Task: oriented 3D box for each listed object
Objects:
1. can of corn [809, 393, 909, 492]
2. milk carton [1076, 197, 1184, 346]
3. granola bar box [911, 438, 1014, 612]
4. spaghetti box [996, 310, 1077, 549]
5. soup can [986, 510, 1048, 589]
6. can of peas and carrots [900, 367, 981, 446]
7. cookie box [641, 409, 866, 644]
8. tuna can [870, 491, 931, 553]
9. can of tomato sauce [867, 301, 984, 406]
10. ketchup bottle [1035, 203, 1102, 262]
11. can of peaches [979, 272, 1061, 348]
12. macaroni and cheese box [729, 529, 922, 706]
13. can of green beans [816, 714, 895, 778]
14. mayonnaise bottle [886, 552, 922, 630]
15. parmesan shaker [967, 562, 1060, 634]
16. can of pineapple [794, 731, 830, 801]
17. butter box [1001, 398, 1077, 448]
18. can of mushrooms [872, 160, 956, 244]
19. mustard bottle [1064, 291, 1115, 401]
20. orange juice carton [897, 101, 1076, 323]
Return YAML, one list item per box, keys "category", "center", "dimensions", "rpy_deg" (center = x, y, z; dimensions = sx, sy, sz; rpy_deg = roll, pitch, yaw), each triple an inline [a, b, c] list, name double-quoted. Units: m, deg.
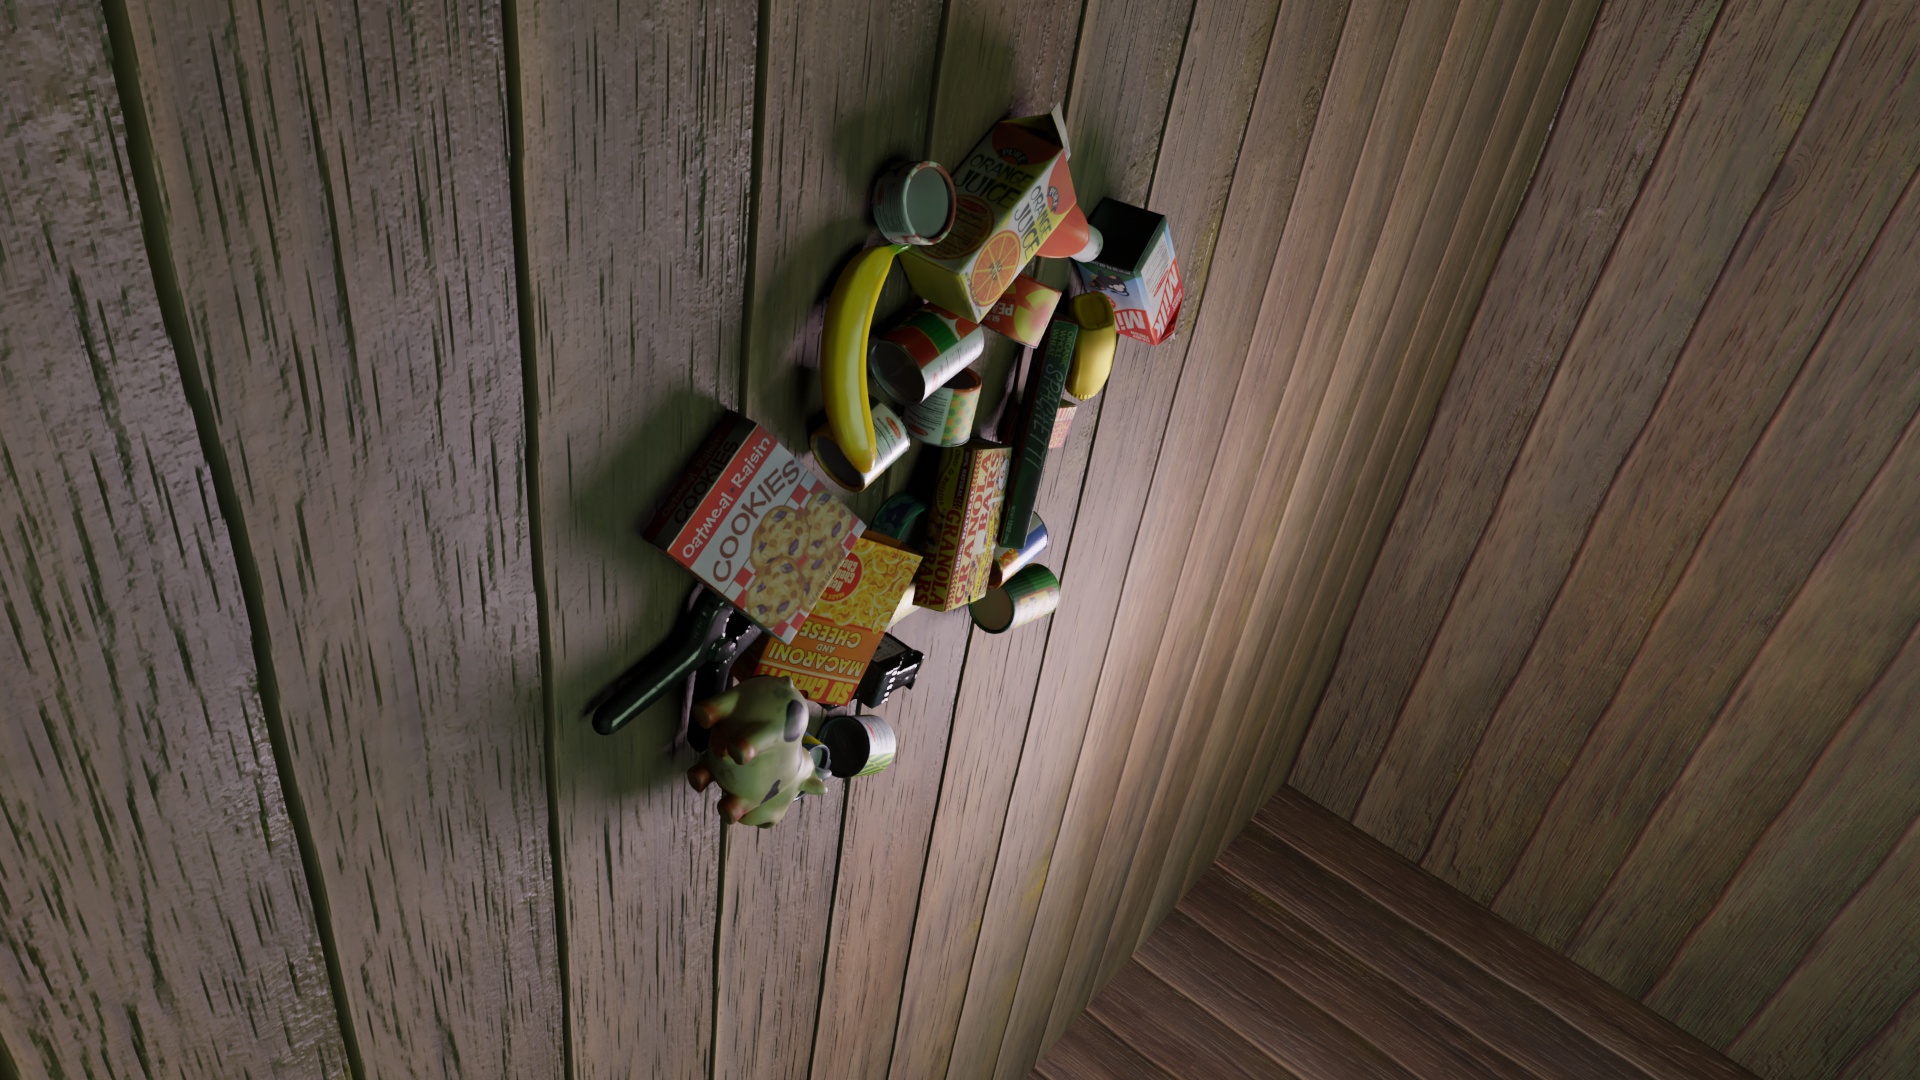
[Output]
- category: "can of corn"
  center: [-0.089, -0.084, 1.200]
  dimensions: [0.058, 0.071, 0.070]
  rpy_deg: [-44, 151, -26]
- category: "milk carton"
  center: [0.183, -0.271, 1.470]
  dimensions: [0.073, 0.072, 0.190]
  rpy_deg: [-61, 155, -13]
- category: "granola bar box"
  center: [0.005, -0.018, 1.400]
  dimensions: [0.124, 0.039, 0.165]
  rpy_deg: [-14, 116, -70]
- category: "spaghetti box"
  center: [0.075, -0.113, 1.440]
  dimensions: [0.050, 0.029, 0.249]
  rpy_deg: [-114, -145, -67]
- category: "soup can"
  center: [0.046, 0.008, 1.538]
  dimensions: [0.084, 0.071, 0.071]
  rpy_deg: [-38, 147, -36]
- category: "can of peas and carrots"
  center: [-0.017, -0.128, 1.279]
  dimensions: [0.071, 0.071, 0.058]
  rpy_deg: [-27, 139, -48]
- category: "cookie box"
  center: [-0.164, -0.008, 1.126]
  dimensions: [0.123, 0.040, 0.167]
  rpy_deg: [-57, 140, -12]
- category: "tuna can"
  center: [-0.054, -0.014, 1.372]
  dimensions: [0.071, 0.033, 0.070]
  rpy_deg: [-42, 150, -31]
- category: "can of tomato sauce"
  center: [-0.031, -0.168, 1.213]
  dimensions: [0.083, 0.071, 0.070]
  rpy_deg: [-42, 149, -33]
- category: "ketchup bottle"
  center: [0.092, -0.296, 1.318]
  dimensions: [0.149, 0.043, 0.064]
  rpy_deg: [4, 115, -62]
- category: "can of peaches"
  center: [0.052, -0.221, 1.304]
  dimensions: [0.071, 0.071, 0.058]
  rpy_deg: [0, 117, -61]
- category: "macaroni and cheese box"
  center: [-0.124, 0.067, 1.283]
  dimensions: [0.124, 0.040, 0.166]
  rpy_deg: [18, 102, -43]
- category: "can of green beans"
  center: [-0.111, 0.219, 1.482]
  dimensions: [0.071, 0.071, 0.058]
  rpy_deg: [-62, 155, 7]
- category: "mayonnaise bottle"
  center: [-0.082, 0.066, 1.398]
  dimensions: [0.149, 0.041, 0.064]
  rpy_deg: [-37, 146, -38]
- category: "parmesan shaker"
  center: [0.062, 0.070, 1.634]
  dimensions: [0.103, 0.071, 0.071]
  rpy_deg: [-17, 132, -54]
- category: "can of pineapple"
  center: [-0.172, 0.217, 1.379]
  dimensions: [0.071, 0.058, 0.070]
  rpy_deg: [-42, 150, -31]
- category: "butter box"
  center: [0.087, -0.126, 1.514]
  dimensions: [0.104, 0.024, 0.053]
  rpy_deg: [-13, 128, -57]
- category: "can of mushrooms"
  center: [-0.034, -0.270, 1.108]
  dimensions: [0.071, 0.033, 0.071]
  rpy_deg: [-14, 108, -48]
- category: "mustard bottle"
  center: [0.134, -0.194, 1.483]
  dimensions: [0.049, 0.065, 0.159]
  rpy_deg: [-8, 148, -6]
- category: "orange juice carton"
  center: [0.035, -0.288, 1.192]
  dimensions: [0.193, 0.073, 0.071]
  rpy_deg: [-52, 153, -15]
